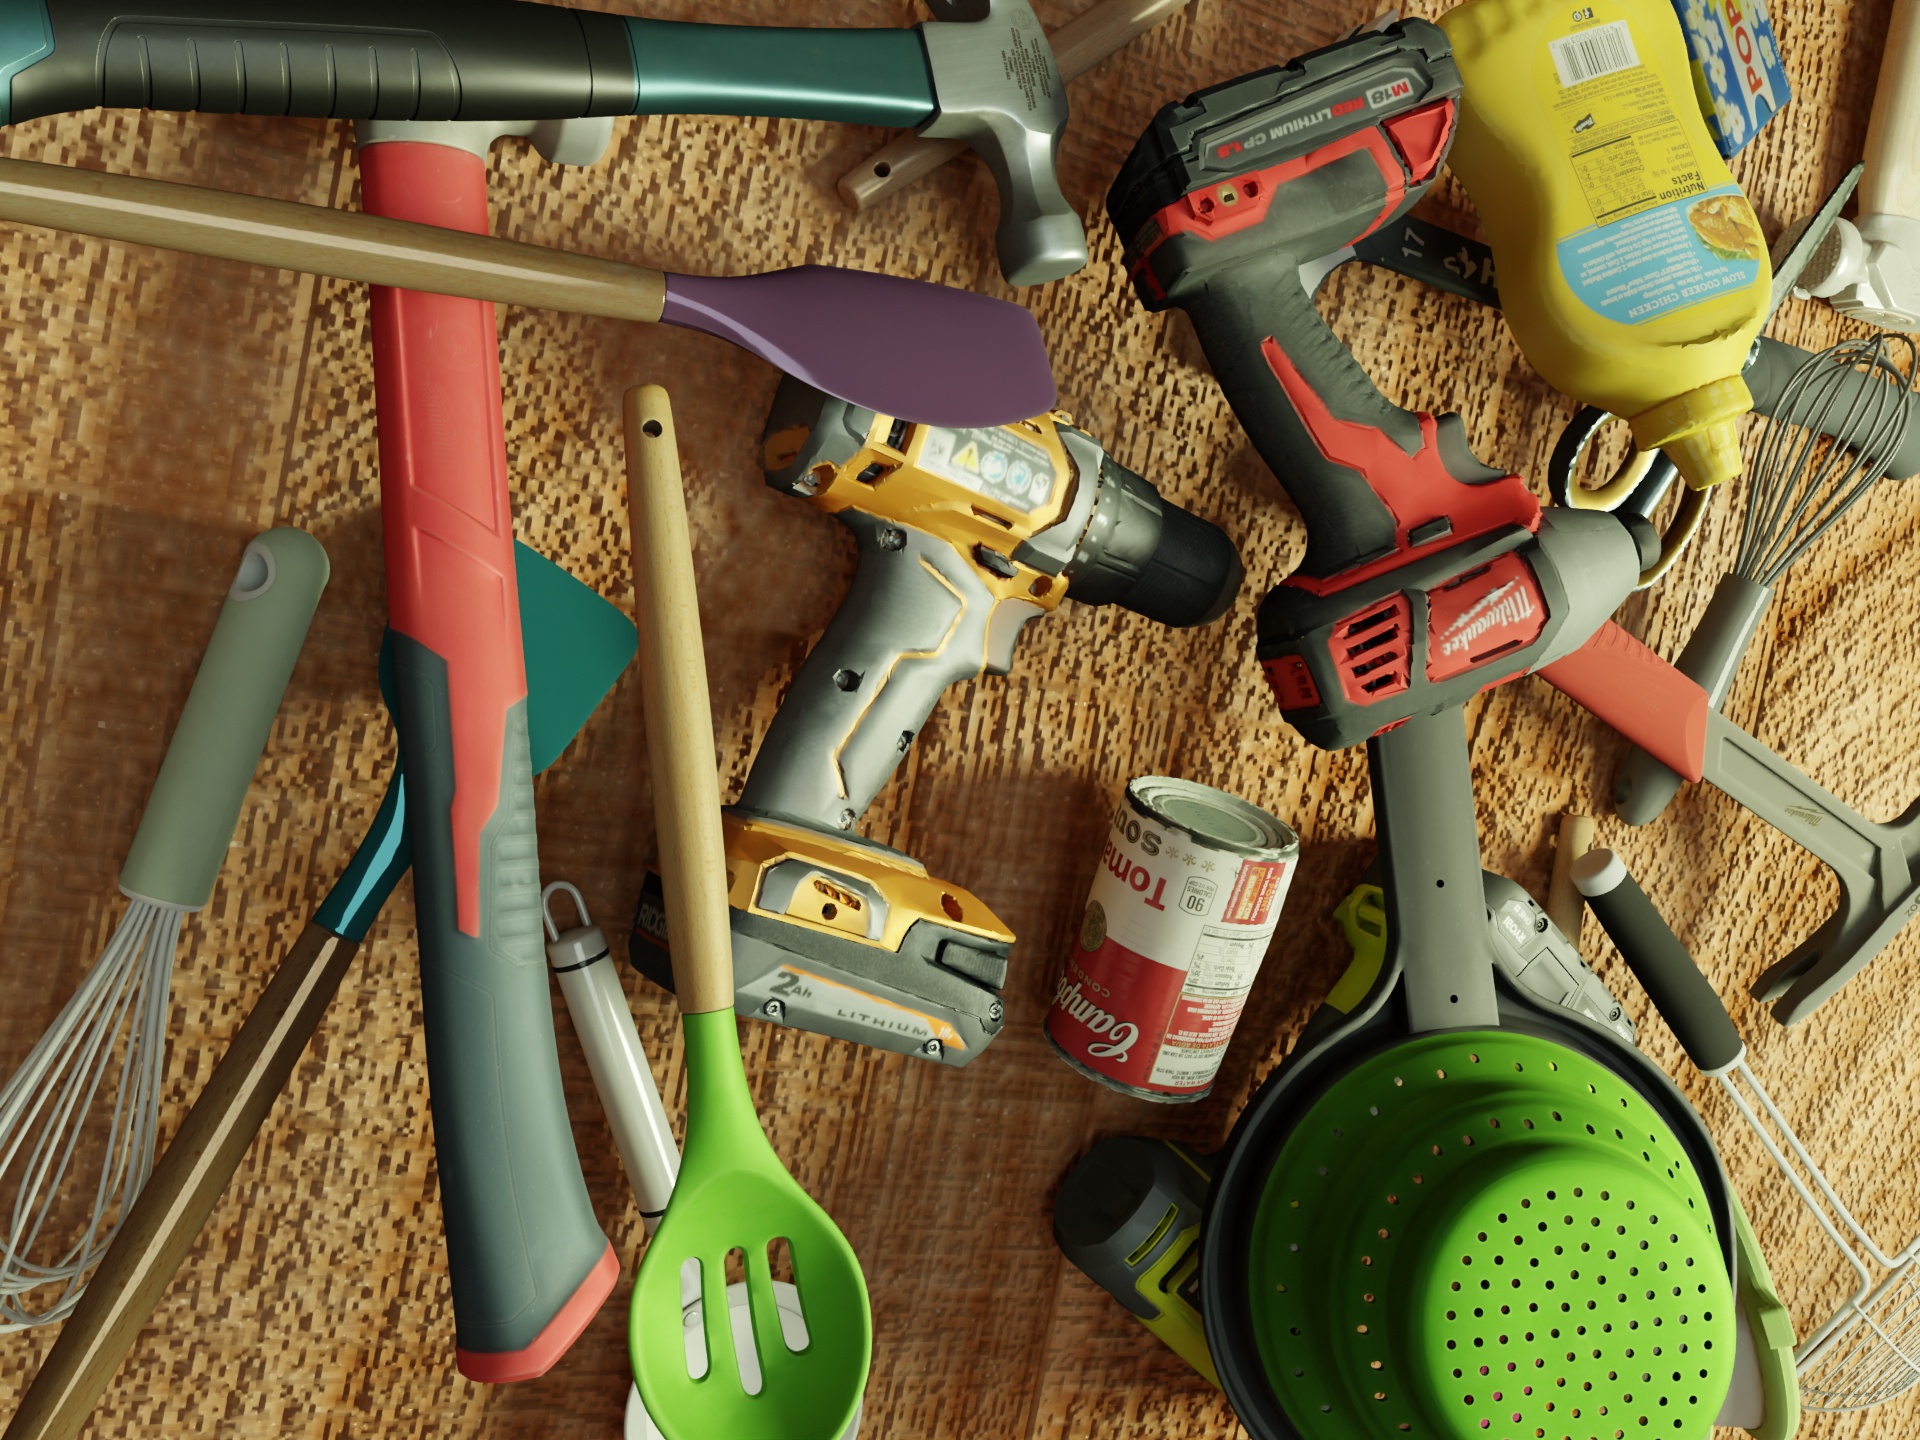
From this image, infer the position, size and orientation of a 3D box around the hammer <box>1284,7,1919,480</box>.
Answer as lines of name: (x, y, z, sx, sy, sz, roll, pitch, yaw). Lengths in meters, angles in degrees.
hammer: (0.296, -0.173, 0.690, 0.408, 0.036, 0.149, 9, 92, -26)

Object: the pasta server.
pasta server: (0.083, -0.273, 0.574, 0.316, 0.040, 0.060, -38, 92, -15)

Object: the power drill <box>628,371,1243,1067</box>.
power drill: (-0.001, -0.002, 0.551, 0.185, 0.084, 0.226, 20, 84, -28)

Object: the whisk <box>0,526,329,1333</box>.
whisk: (-0.237, 0.059, 0.468, 0.059, 0.058, 0.246, 27, 81, -60)

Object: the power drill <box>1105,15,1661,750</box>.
power drill: (0.147, -0.113, 0.551, 0.143, 0.078, 0.219, -21, 91, -6)

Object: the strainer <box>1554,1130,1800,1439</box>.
strainer: (0.316, 0.287, 0.736, 0.069, 0.152, 0.256, -14, 125, 5)

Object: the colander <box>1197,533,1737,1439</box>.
colander: (0.185, 0.116, 0.556, 0.204, 0.094, 0.397, -4, 84, -5)

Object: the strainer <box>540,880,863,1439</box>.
strainer: (-0.097, 0.175, 0.548, 0.087, 0.050, 0.258, -21, 100, -28)

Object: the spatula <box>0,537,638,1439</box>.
spatula: (-0.196, 0.084, 0.463, 0.082, 0.044, 0.317, 34, 75, -27)

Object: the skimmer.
skimmer: (0.377, 0.198, 0.770, 0.127, 0.090, 0.363, -40, 104, -6)

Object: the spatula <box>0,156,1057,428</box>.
spatula: (-0.110, -0.121, 0.447, 0.315, 0.018, 0.060, 3, 61, -27)

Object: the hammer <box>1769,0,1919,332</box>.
hammer: (0.468, -0.391, 0.741, 0.146, 0.038, 0.410, 4, 95, -27)

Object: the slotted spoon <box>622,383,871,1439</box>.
slotted spoon: (-0.074, 0.058, 0.462, 0.070, 0.031, 0.314, -6, 87, -20)

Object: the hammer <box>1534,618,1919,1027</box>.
hammer: (0.282, -0.004, 0.679, 0.359, 0.037, 0.149, 31, 106, -17)

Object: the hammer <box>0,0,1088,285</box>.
hammer: (-0.109, -0.185, 0.450, 0.331, 0.033, 0.128, -12, 90, -32)

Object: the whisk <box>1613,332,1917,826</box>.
whisk: (0.352, -0.059, 0.704, 0.055, 0.055, 0.239, 15, 105, -26)

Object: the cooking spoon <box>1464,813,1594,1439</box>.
cooking spoon: (0.261, 0.201, 0.731, 0.068, 0.017, 0.319, 3, 95, -46)

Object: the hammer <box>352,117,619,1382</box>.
hammer: (-0.155, -0.014, 0.442, 0.143, 0.038, 0.386, -3, 84, -30)

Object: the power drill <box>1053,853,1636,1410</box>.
power drill: (0.165, 0.175, 0.654, 0.223, 0.080, 0.171, -48, 113, -8)
